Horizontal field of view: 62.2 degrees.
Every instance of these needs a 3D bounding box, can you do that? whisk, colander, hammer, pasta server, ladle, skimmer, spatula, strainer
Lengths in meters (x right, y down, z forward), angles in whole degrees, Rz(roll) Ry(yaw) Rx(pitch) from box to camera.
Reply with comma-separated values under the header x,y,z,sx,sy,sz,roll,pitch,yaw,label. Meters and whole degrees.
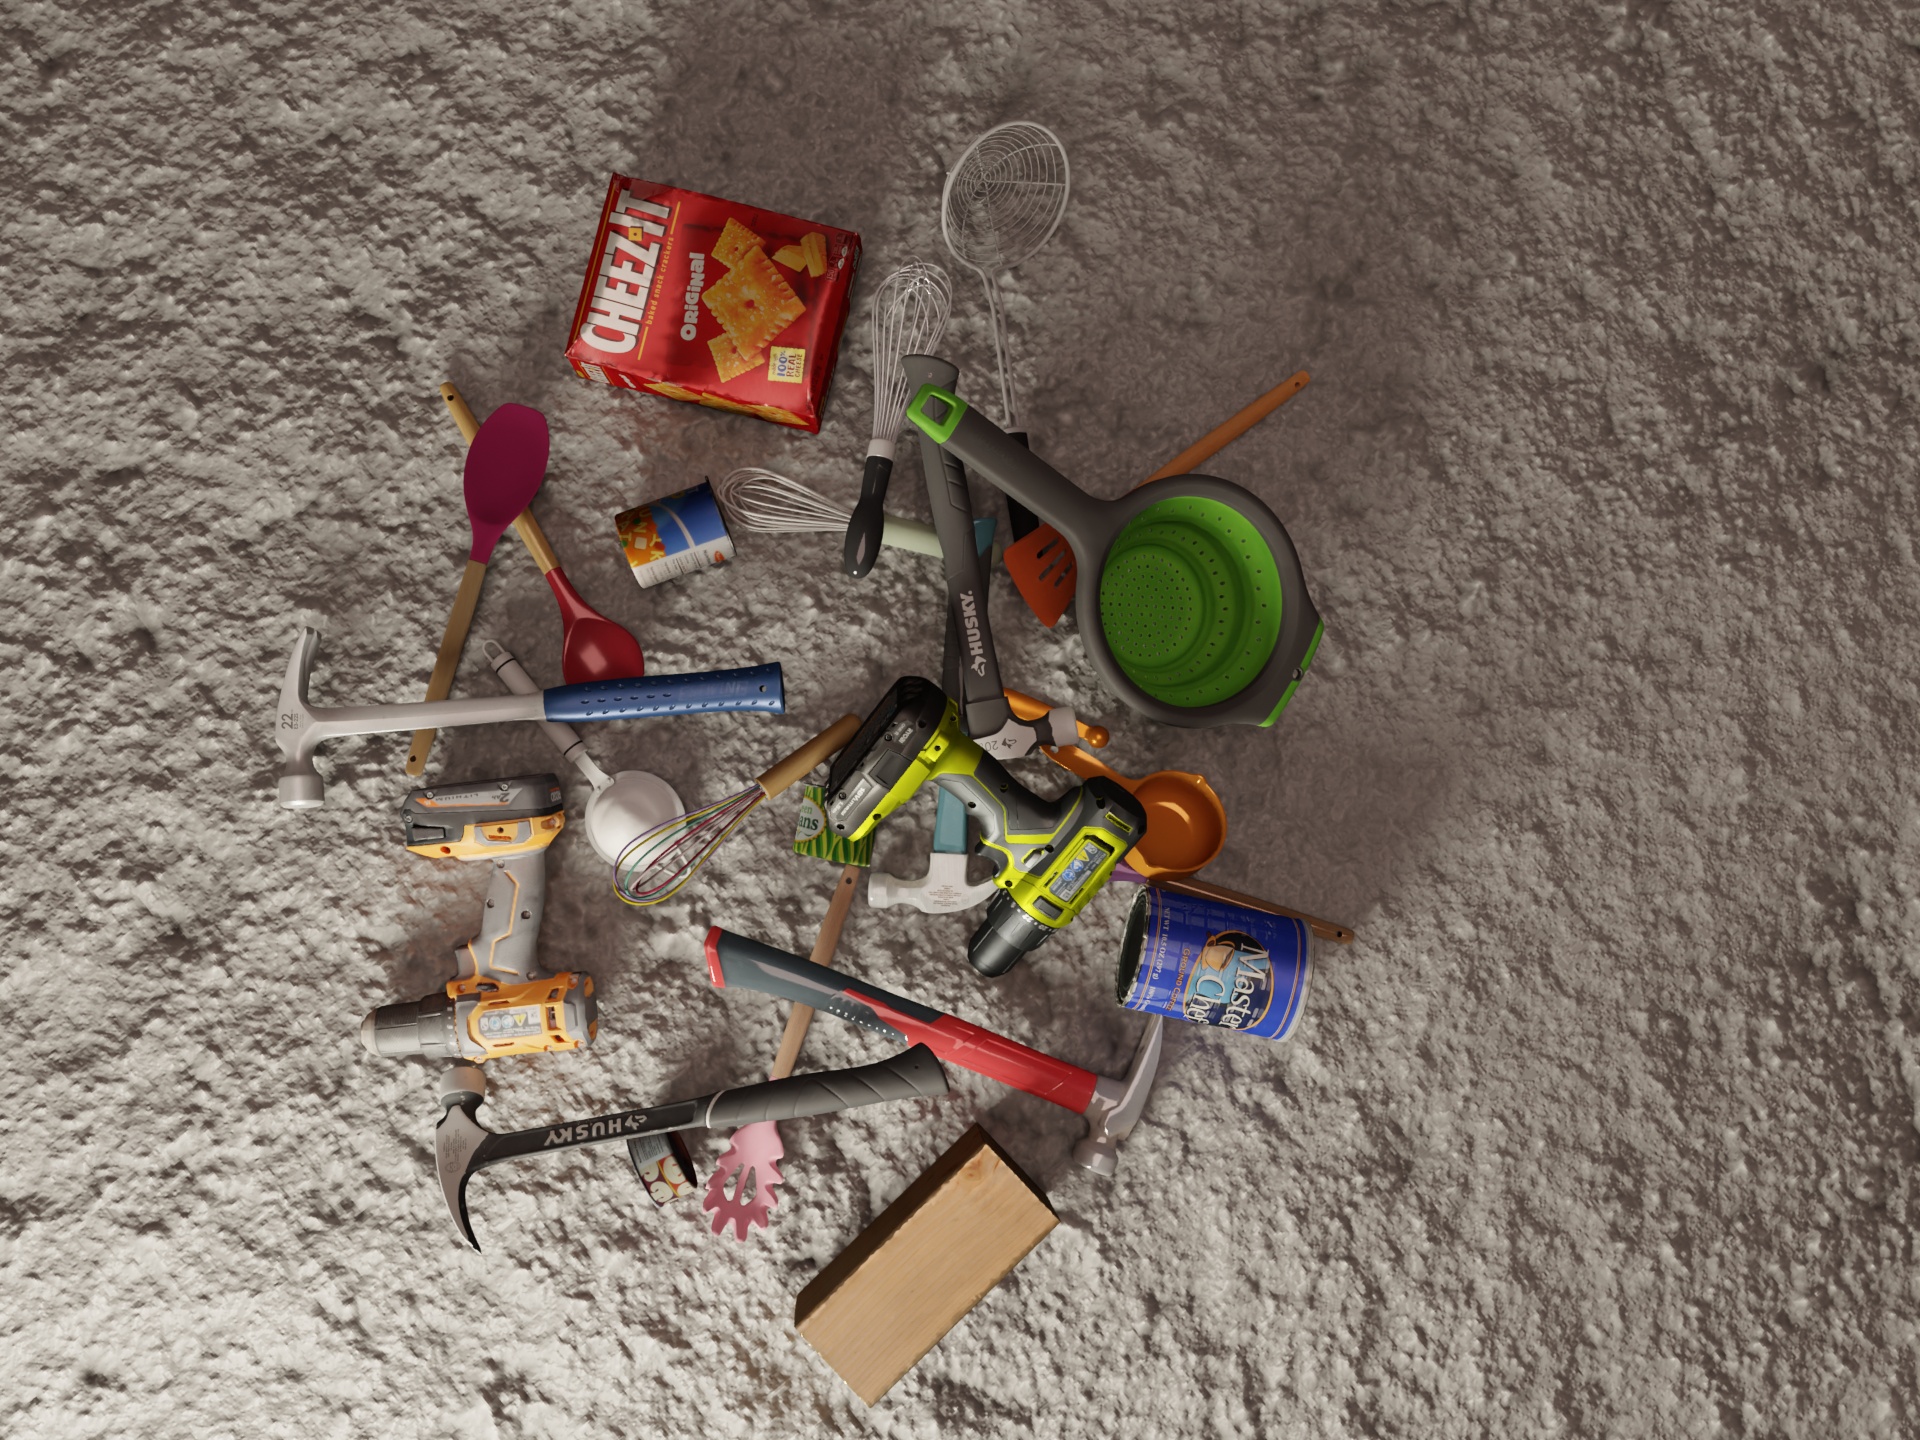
x,y,z,sx,sy,sz,roll,pitch,yaw,label
-0.178,0.073,1.306,0.245,0.047,0.051,-36,128,-17,whisk
0.110,-0.139,1.288,0.396,0.094,0.204,34,79,-18,colander
-0.005,-0.131,1.286,0.146,0.035,0.335,-10,91,2,hammer
-0.002,-0.004,1.323,0.128,0.033,0.331,4,92,1,hammer
-0.024,0.238,1.306,0.386,0.038,0.143,23,84,-8,hammer
-0.211,0.314,1.251,0.409,0.036,0.149,-10,52,0,hammer
-0.347,-0.017,1.286,0.405,0.035,0.144,-5,84,-2,hammer
-0.140,0.270,1.314,0.060,0.040,0.316,20,85,-9,pasta server
-0.060,-0.253,1.317,0.070,0.070,0.285,11,78,-3,whisk
-0.084,-0.167,1.341,0.246,0.059,0.057,13,123,-6,whisk
-0.355,-0.147,1.330,0.069,0.031,0.315,-30,87,-1,ladle
0.054,-0.309,1.332,0.127,0.090,0.363,-7,89,-35,skimmer
0.174,-0.203,1.358,0.322,0.041,0.081,-36,113,-6,spatula
0.184,0.137,1.351,0.316,0.018,0.060,18,87,-1,spatula
-0.315,0.033,1.317,0.087,0.050,0.258,-41,86,10,strainer

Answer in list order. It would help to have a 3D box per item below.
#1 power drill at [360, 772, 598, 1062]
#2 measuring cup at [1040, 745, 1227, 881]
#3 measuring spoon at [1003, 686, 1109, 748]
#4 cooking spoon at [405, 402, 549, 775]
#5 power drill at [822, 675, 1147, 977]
x,y,z,sx,sy,sz,roll,pitch,yaw,label
-0.398,0.164,1.286,0.185,0.084,0.226,-6,92,-2,power drill
0.137,0.069,1.332,0.173,0.052,0.095,31,68,6,measuring cup
0.073,-0.004,1.355,0.117,0.011,0.021,22,86,-2,measuring spoon
-0.407,-0.107,1.315,0.069,0.017,0.319,18,91,7,cooking spoon
0.007,0.089,1.257,0.228,0.080,0.190,34,108,-15,power drill
